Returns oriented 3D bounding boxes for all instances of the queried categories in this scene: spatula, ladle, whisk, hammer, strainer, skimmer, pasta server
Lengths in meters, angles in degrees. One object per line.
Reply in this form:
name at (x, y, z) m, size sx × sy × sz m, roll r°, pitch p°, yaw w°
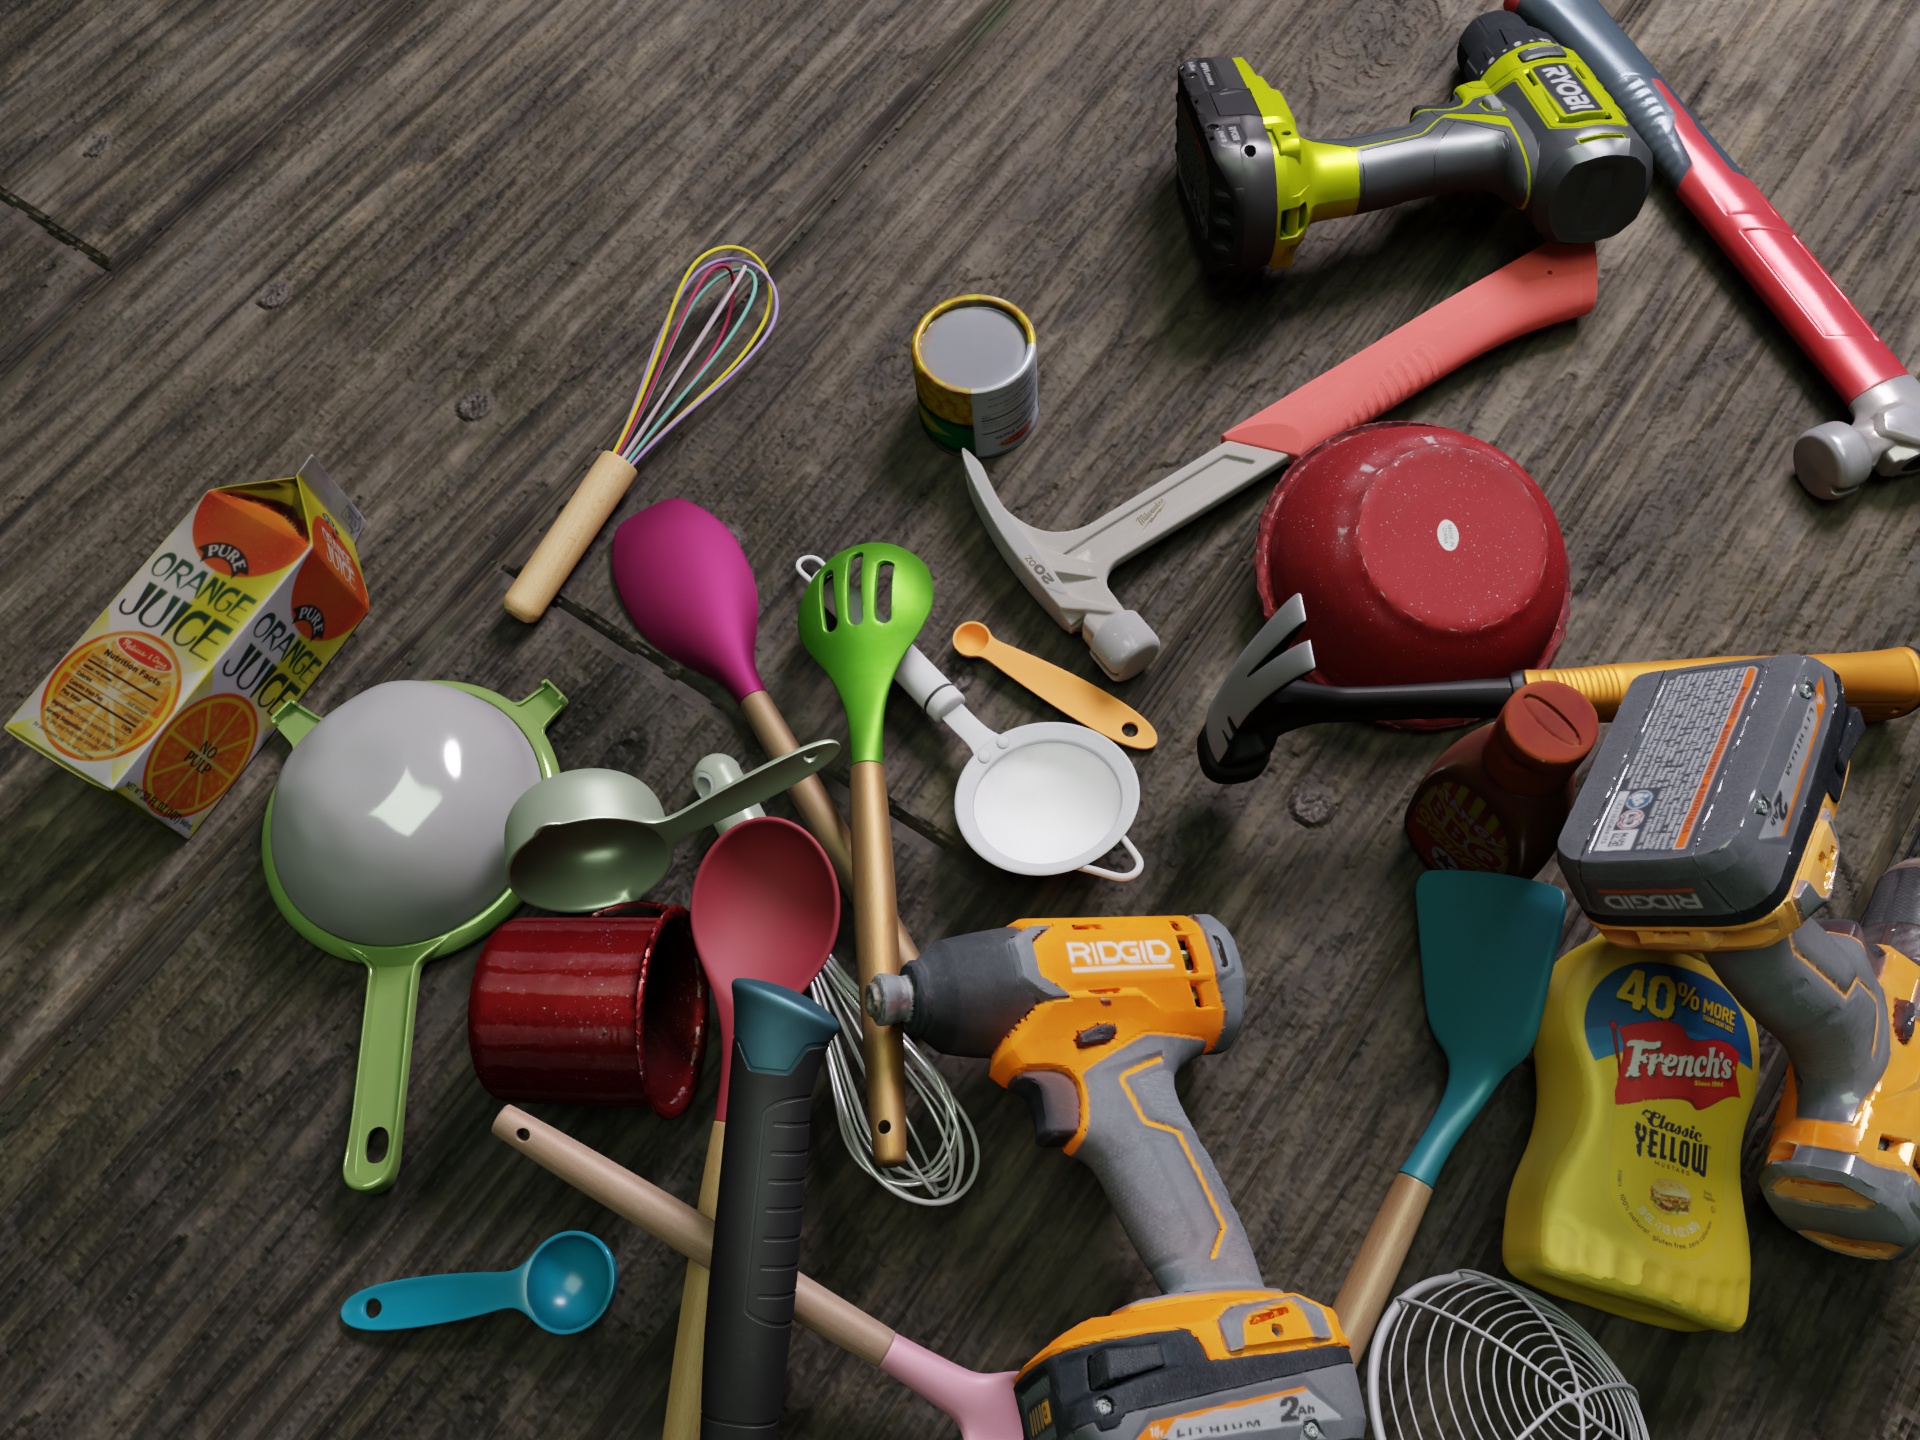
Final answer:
spatula at (0.171, 0.211, 0.664) m, size 0.044 × 0.082 × 0.317 m, roll 38°, pitch 72°, yaw -26°
ladle at (-0.101, 0.198, 0.678) m, size 0.069 × 0.031 × 0.315 m, roll 5°, pitch 76°, yaw 12°
whisk at (-0.175, -0.159, 0.859) m, size 0.051 × 0.047 × 0.245 m, roll 21°, pitch 72°, yaw 28°
hammer at (-0.083, 0.267, 0.611) m, size 0.128 × 0.033 × 0.331 m, roll 5°, pitch 85°, yaw 5°
hammer at (0.283, -0.016, 0.715) m, size 0.337 × 0.127 × 0.034 m, roll -2°, pitch 65°, yaw -9°
strainer at (-0.001, -0.002, 0.777) m, size 0.087 × 0.050 × 0.259 m, roll -35°, pitch 62°, yaw -18°
hammer at (0.182, -0.167, 0.840) m, size 0.359 × 0.036 × 0.149 m, roll -32°, pitch 68°, yaw -9°
skimmer at (0.133, 0.378, 0.601) m, size 0.127 × 0.090 × 0.363 m, roll 38°, pitch 84°, yaw 7°
pasta server at (-0.053, 0.241, 0.641) m, size 0.316 × 0.040 × 0.060 m, roll 30°, pitch 77°, yaw 3°
whisk at (-0.064, 0.112, 0.731) m, size 0.059 × 0.057 × 0.247 m, roll -10°, pitch 56°, yaw -39°
hammer at (0.430, -0.299, 0.879) m, size 0.143 × 0.038 × 0.387 m, roll -21°, pitch 66°, yaw -7°
strainer at (-0.271, 0.084, 0.740) m, size 0.151 × 0.069 × 0.257 m, roll -4°, pitch 64°, yaw 2°

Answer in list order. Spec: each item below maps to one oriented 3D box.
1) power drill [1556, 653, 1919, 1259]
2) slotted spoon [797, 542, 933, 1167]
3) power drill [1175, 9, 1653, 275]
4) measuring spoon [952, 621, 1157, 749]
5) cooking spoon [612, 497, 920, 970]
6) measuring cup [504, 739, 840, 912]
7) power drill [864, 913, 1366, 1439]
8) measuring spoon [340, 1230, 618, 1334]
power drill at (0.343, 0.076, 0.638) m, size 0.226 × 0.084 × 0.185 m, roll 51°, pitch 58°, yaw -22°
slotted spoon at (-0.039, 0.044, 0.725) m, size 0.070 × 0.031 × 0.314 m, roll -10°, pitch 61°, yaw 10°
power drill at (0.238, -0.325, 0.876) m, size 0.228 × 0.080 × 0.191 m, roll -7°, pitch 48°, yaw 0°
measuring spoon at (0.047, -0.016, 0.797) m, size 0.117 × 0.011 × 0.021 m, roll 30°, pitch 70°, yaw 12°
cooking spoon at (-0.091, 0.009, 0.789) m, size 0.069 × 0.017 × 0.319 m, roll -29°, pitch 66°, yaw -8°
measuring cup at (-0.134, 0.035, 0.739) m, size 0.167 × 0.083 × 0.038 m, roll -25°, pitch 53°, yaw 6°
power drill at (0.054, 0.182, 0.632) m, size 0.164 × 0.084 × 0.227 m, roll 2°, pitch 53°, yaw -20°
measuring spoon at (-0.207, 0.251, 0.694) m, size 0.128 × 0.021 × 0.042 m, roll -10°, pitch 66°, yaw 9°
